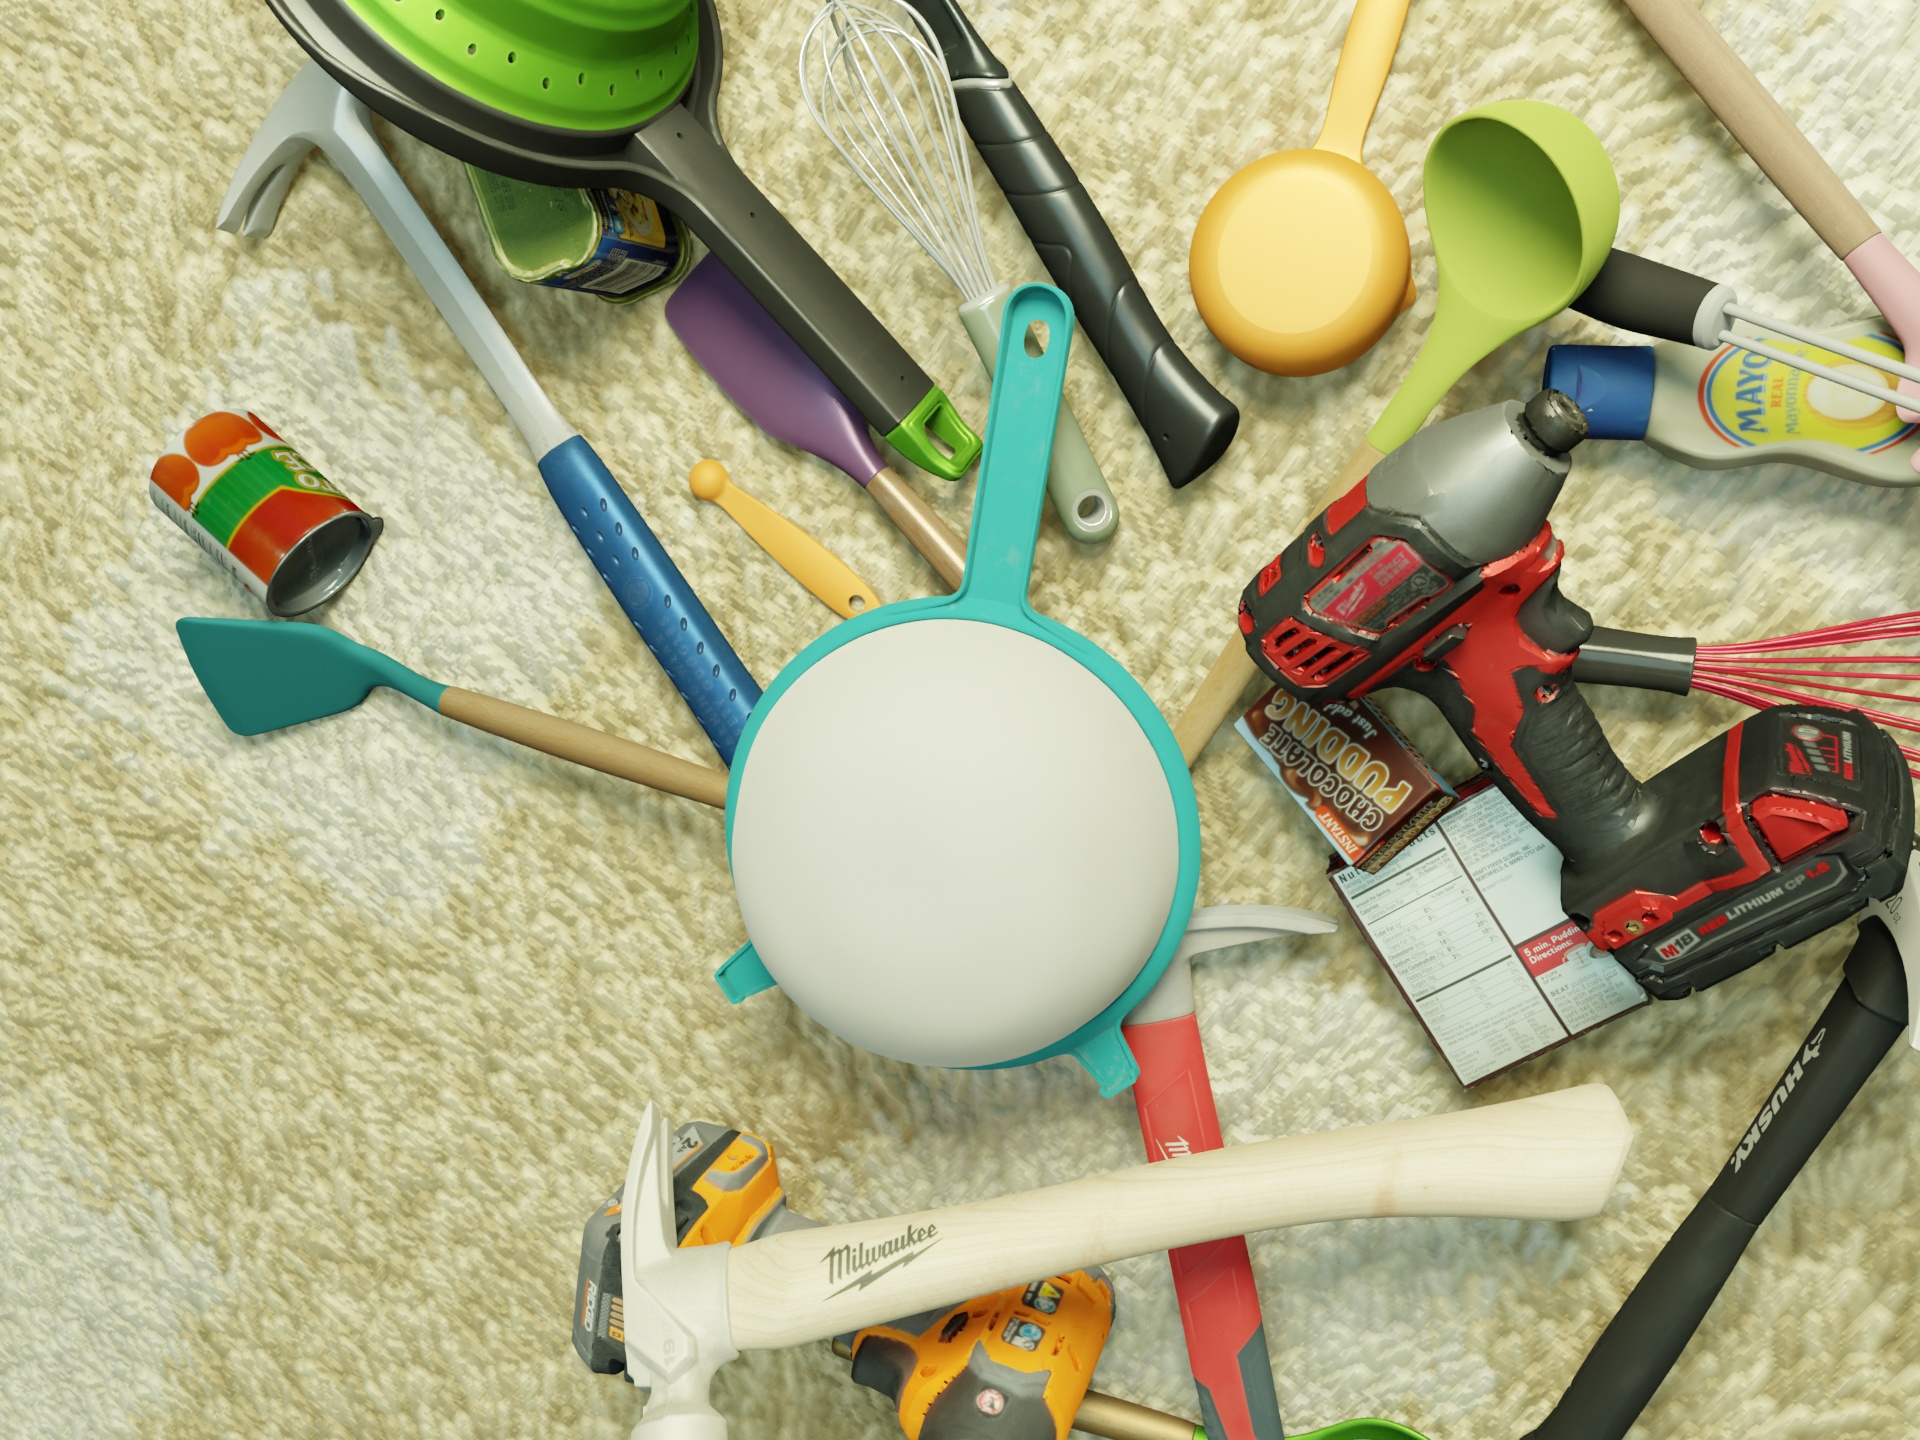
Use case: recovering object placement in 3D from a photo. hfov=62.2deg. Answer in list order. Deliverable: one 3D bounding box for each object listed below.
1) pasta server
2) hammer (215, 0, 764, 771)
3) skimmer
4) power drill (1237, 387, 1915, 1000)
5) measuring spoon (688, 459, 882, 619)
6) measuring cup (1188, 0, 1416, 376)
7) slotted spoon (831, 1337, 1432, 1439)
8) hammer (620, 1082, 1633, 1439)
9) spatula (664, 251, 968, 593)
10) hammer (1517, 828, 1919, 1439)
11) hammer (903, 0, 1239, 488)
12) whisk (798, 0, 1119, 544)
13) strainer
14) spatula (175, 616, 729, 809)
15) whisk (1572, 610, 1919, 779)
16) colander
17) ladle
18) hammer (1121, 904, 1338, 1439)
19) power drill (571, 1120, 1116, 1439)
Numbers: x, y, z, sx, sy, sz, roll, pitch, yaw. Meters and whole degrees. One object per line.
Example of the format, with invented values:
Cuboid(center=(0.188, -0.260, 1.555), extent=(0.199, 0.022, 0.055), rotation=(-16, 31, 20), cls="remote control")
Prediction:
Cuboid(center=(0.302, -0.190, 0.566), extent=(0.060, 0.040, 0.316), rotation=(-43, 74, 40), cls="pasta server")
Cuboid(center=(-0.199, -0.133, 0.750), extent=(0.144, 0.035, 0.405), rotation=(-34, 89, 18), cls="hammer")
Cuboid(center=(0.321, -0.120, 0.525), extent=(0.364, 0.090, 0.127), rotation=(41, 145, 43), cls="skimmer")
Cuboid(center=(0.222, -0.013, 0.570), extent=(0.219, 0.079, 0.143), rotation=(40, 132, -4), cls="power drill")
Cuboid(center=(-0.082, -0.081, 0.737), extent=(0.117, 0.011, 0.021), rotation=(40, 108, 6), cls="measuring spoon")
Cuboid(center=(0.146, -0.222, 0.625), extent=(0.095, 0.052, 0.173), rotation=(19, 106, 12), cls="measuring cup")
Cuboid(center=(0.086, 0.333, 0.756), extent=(0.314, 0.031, 0.070), rotation=(8, 102, 16), cls="slotted spoon")
Cuboid(center=(0.063, 0.195, 0.654), extent=(0.410, 0.038, 0.146), rotation=(-11, 56, 2), cls="hammer")
Cuboid(center=(-0.018, -0.091, 0.708), extent=(0.060, 0.018, 0.316), rotation=(-43, 82, 15), cls="spatula")
Cuboid(center=(0.300, 0.205, 0.629), extent=(0.035, 0.146, 0.334), rotation=(24, 113, 8), cls="hammer")
Cuboid(center=(-0.007, -0.274, 0.649), extent=(0.409, 0.036, 0.149), rotation=(57, 145, -6), cls="hammer")
Cuboid(center=(0.006, -0.181, 0.656), extent=(0.058, 0.059, 0.246), rotation=(-29, 108, 0), cls="whisk")
Cuboid(center=(-0.001, -0.002, 0.635), extent=(0.211, 0.095, 0.340), rotation=(12, 105, 11), cls="strainer")
Cuboid(center=(-0.231, 0.006, 0.765), extent=(0.317, 0.044, 0.082), rotation=(16, 138, 19), cls="spatula")
Cuboid(center=(0.304, -0.018, 0.617), extent=(0.296, 0.073, 0.073), rotation=(9, 102, 19), cls="whisk")
Cuboid(center=(-0.110, -0.261, 0.629), extent=(0.397, 0.205, 0.094), rotation=(46, 137, -14), cls="colander")
Cuboid(center=(0.143, -0.085, 0.622), extent=(0.078, 0.062, 0.320), rotation=(50, 126, 32), cls="ladle")
Cuboid(center=(0.133, 0.276, 0.704), extent=(0.143, 0.038, 0.386), rotation=(-12, 89, 16), cls="hammer")
Cuboid(center=(-0.056, 0.273, 0.714), extent=(0.226, 0.164, 0.084), rotation=(15, 109, 15), cls="power drill")
